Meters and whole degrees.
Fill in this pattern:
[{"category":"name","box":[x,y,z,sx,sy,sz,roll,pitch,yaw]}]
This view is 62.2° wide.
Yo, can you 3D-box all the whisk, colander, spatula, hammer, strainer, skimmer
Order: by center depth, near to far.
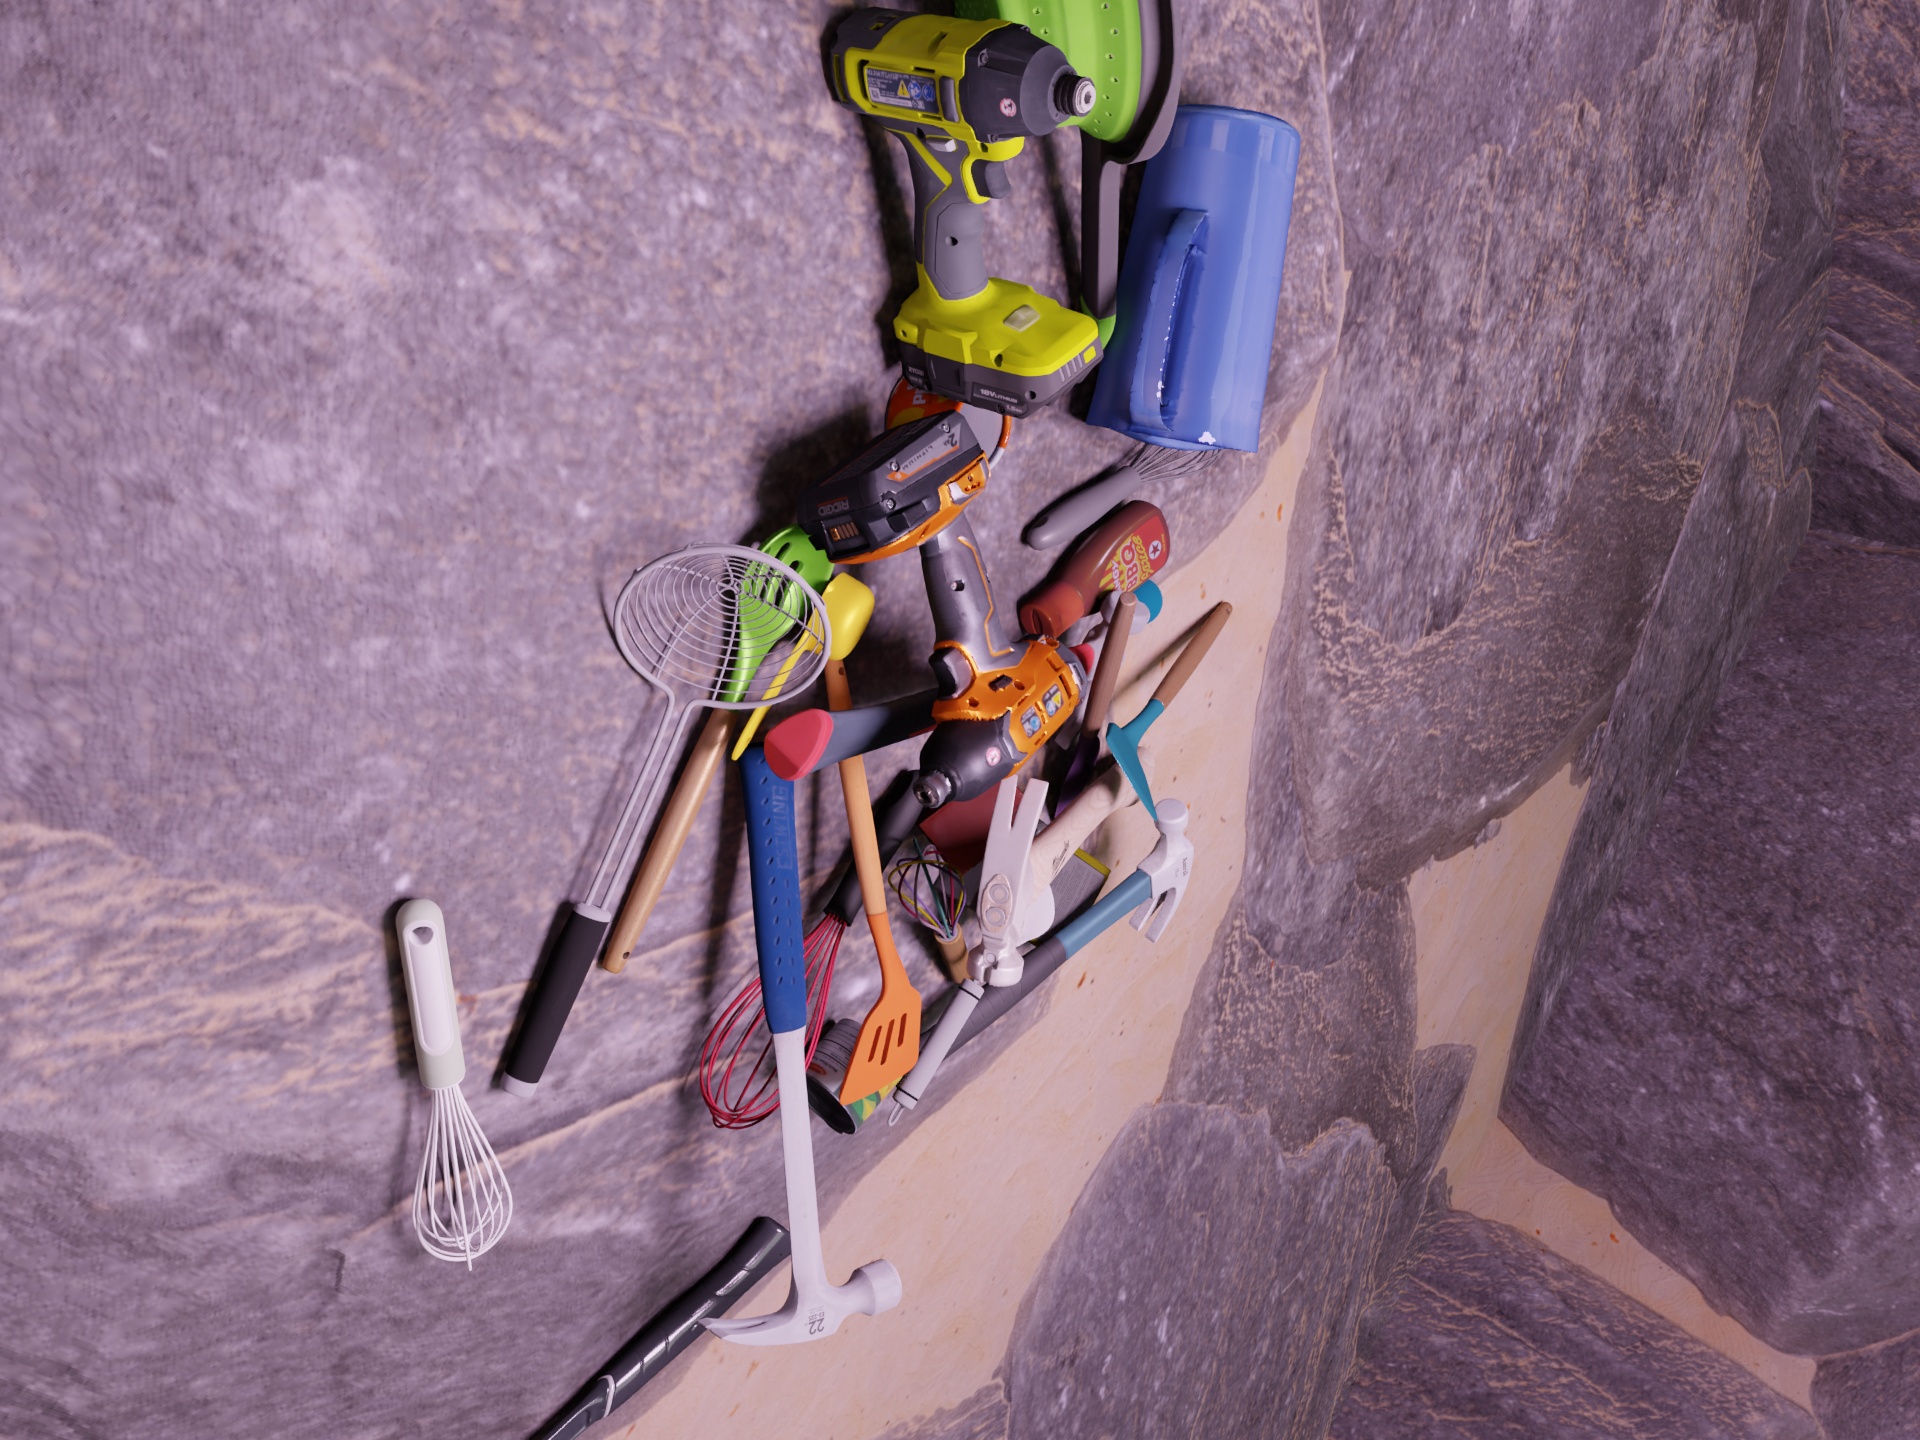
[{"category":"whisk","box":[-0.299,0.214,0.920,0.057,0.059,0.246,-9,113,-20]},{"category":"skimmer","box":[-0.192,0.066,0.942,0.127,0.090,0.363,23,92,-21]},{"category":"colander","box":[0.057,-0.386,1.024,0.094,0.205,0.396,-17,146,-8]},{"category":"hammer","box":[-0.119,0.217,1.060,0.144,0.035,0.405,-8,96,-37]},{"category":"spatula","box":[-0.070,0.110,1.113,0.081,0.041,0.322,-18,102,-46]},{"category":"hammer","box":[-0.265,0.494,1.119,0.409,0.036,0.149,-35,134,-37]},{"category":"hammer","box":[-0.002,-0.004,1.141,0.386,0.038,0.143,-18,144,-51]},{"category":"whisk","box":[-0.099,0.158,1.142,0.296,0.073,0.073,-60,144,-20]},{"category":"whisk","box":[-0.017,0.154,1.224,0.047,0.051,0.244,-32,153,-10]},{"category":"hammer","box":[0.095,0.069,1.244,0.410,0.038,0.146,-31,132,-67]},{"category":"strainer","box":[0.015,0.205,1.245,0.258,0.050,0.086,-57,160,-12]},{"category":"spatula","box":[0.108,-0.007,1.263,0.060,0.018,0.315,-47,163,-26]},{"category":"whisk","box":[0.137,-0.192,1.274,0.239,0.055,0.055,-35,133,-32]},{"category":"hammer","box":[0.072,0.198,1.332,0.331,0.033,0.128,-34,137,-24]},{"category":"spatula","box":[0.188,-0.027,1.370,0.082,0.044,0.318,57,41,-15]}]

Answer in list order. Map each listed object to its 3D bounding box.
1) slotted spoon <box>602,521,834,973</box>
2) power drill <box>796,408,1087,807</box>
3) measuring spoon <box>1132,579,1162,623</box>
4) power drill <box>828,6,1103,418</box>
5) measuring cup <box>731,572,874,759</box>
[{"category":"slotted spoon","box":[-0.160,0.016,1.012,0.070,0.031,0.314,23,91,-54]},{"category":"power drill","box":[-0.013,-0.063,1.010,0.164,0.084,0.226,-45,117,-43]},{"category":"measuring spoon","box":[0.138,-0.067,1.358,0.129,0.021,0.042,-55,142,-20]},{"category":"power drill","box":[0.015,-0.302,0.953,0.080,0.171,0.223,-43,141,-30]},{"category":"measuring cup","box":[-0.099,-0.030,1.025,0.157,0.029,0.062,-61,174,-31]}]
